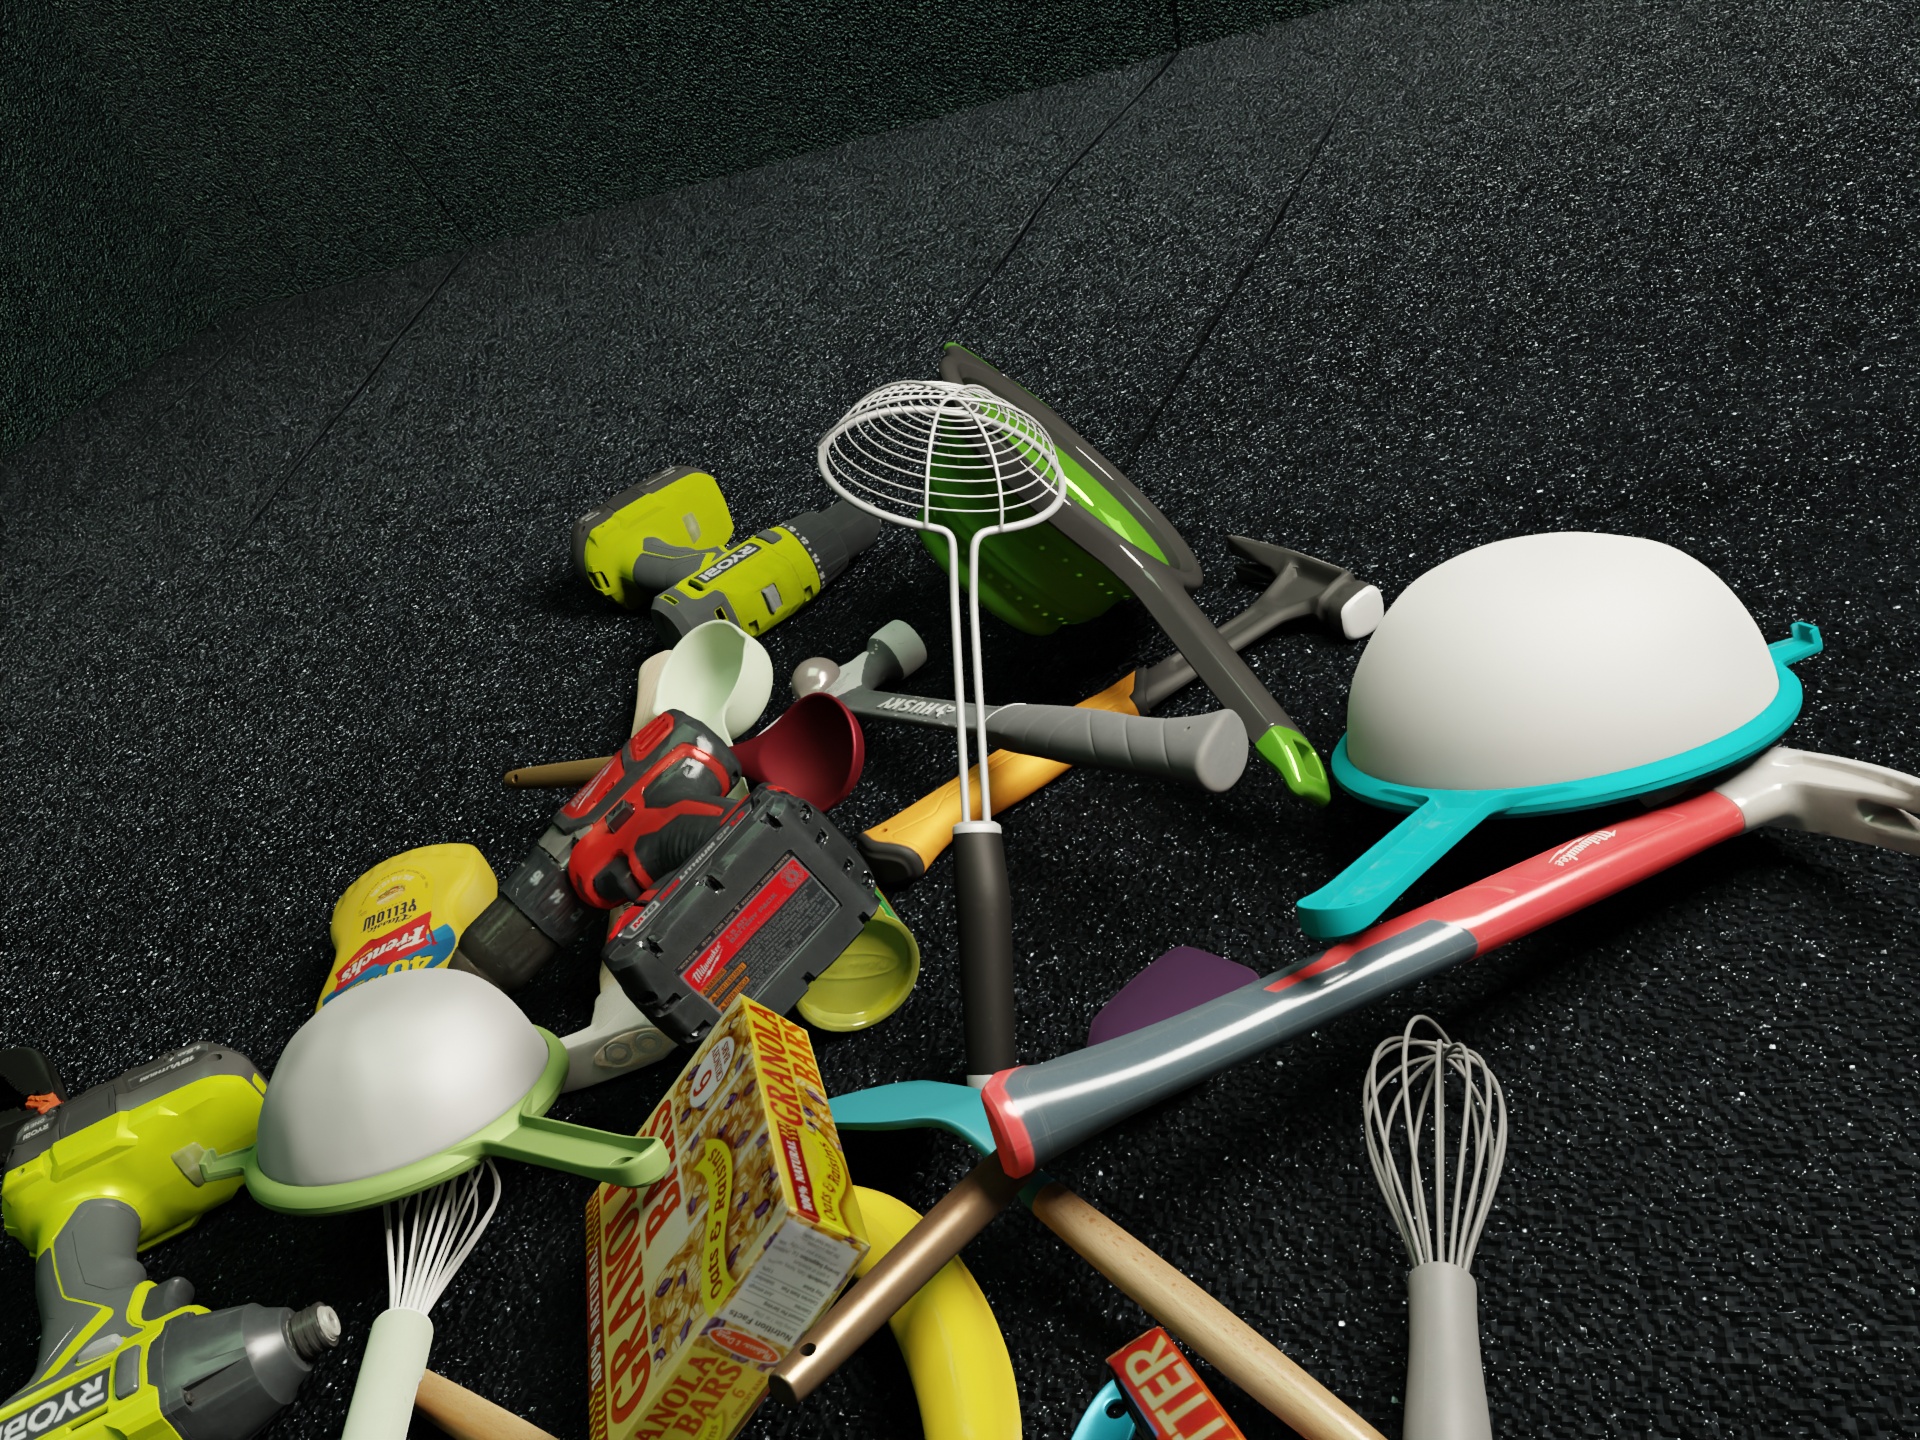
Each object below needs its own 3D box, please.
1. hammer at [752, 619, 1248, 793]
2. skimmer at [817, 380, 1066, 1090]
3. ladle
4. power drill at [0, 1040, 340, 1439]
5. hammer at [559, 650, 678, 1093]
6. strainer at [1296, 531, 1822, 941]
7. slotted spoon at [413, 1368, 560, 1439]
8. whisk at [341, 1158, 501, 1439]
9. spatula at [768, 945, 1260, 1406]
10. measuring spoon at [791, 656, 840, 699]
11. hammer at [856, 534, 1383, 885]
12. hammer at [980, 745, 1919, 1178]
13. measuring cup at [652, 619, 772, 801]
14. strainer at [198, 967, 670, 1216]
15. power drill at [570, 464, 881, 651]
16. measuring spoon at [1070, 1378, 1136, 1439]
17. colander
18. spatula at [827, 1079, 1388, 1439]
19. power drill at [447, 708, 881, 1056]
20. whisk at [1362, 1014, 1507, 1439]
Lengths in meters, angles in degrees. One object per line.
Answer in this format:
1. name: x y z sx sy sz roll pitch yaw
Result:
1. hammer: 0.011 0.002 0.882 0.149 0.036 0.409 -39 23 -23
2. skimmer: -0.001 -0.002 0.778 0.127 0.363 0.090 0 -12 -13
3. ladle: -0.172 0.028 0.952 0.315 0.069 0.031 -5 -10 37
4. power drill: -0.379 0.261 0.746 0.171 0.080 0.223 -26 35 -9
5. hammer: -0.202 0.069 0.980 0.146 0.038 0.411 -20 30 4
6. strainer: 0.231 -0.014 0.703 0.211 0.095 0.340 -3 18 43
7. slotted spoon: -0.130 0.293 0.591 0.314 0.031 0.070 6 37 39
8. whisk: -0.234 0.252 0.673 0.058 0.059 0.247 -50 21 16
9. spatula: 0.035 0.163 0.625 0.060 0.018 0.316 18 29 32
10. measuring spoon: -0.100 -0.008 0.975 0.034 0.018 0.124 -23 24 18
11. hammer: 0.082 -0.007 0.931 0.337 0.034 0.127 -32 33 -18
12. hammer: 0.191 0.090 0.621 0.386 0.038 0.143 -20 14 -17
13. measuring cup: -0.140 0.012 0.979 0.083 0.038 0.168 -36 51 18
14. strainer: -0.224 0.157 0.706 0.256 0.069 0.151 -2 20 40
15. power drill: -0.188 -0.133 1.254 0.190 0.080 0.229 -36 37 -24
16. measuring spoon: 0.037 0.276 0.534 0.042 0.021 0.129 -1 27 29
17. colander: 0.073 -0.066 0.904 0.094 0.204 0.398 -48 45 19
18. spatula: 0.050 0.206 0.610 0.082 0.044 0.318 -4 23 -43
19. power drill: -0.159 0.090 0.790 0.188 0.080 0.227 -47 30 -13
20. whisk: 0.164 0.192 0.544 0.055 0.055 0.239 -8 30 20
